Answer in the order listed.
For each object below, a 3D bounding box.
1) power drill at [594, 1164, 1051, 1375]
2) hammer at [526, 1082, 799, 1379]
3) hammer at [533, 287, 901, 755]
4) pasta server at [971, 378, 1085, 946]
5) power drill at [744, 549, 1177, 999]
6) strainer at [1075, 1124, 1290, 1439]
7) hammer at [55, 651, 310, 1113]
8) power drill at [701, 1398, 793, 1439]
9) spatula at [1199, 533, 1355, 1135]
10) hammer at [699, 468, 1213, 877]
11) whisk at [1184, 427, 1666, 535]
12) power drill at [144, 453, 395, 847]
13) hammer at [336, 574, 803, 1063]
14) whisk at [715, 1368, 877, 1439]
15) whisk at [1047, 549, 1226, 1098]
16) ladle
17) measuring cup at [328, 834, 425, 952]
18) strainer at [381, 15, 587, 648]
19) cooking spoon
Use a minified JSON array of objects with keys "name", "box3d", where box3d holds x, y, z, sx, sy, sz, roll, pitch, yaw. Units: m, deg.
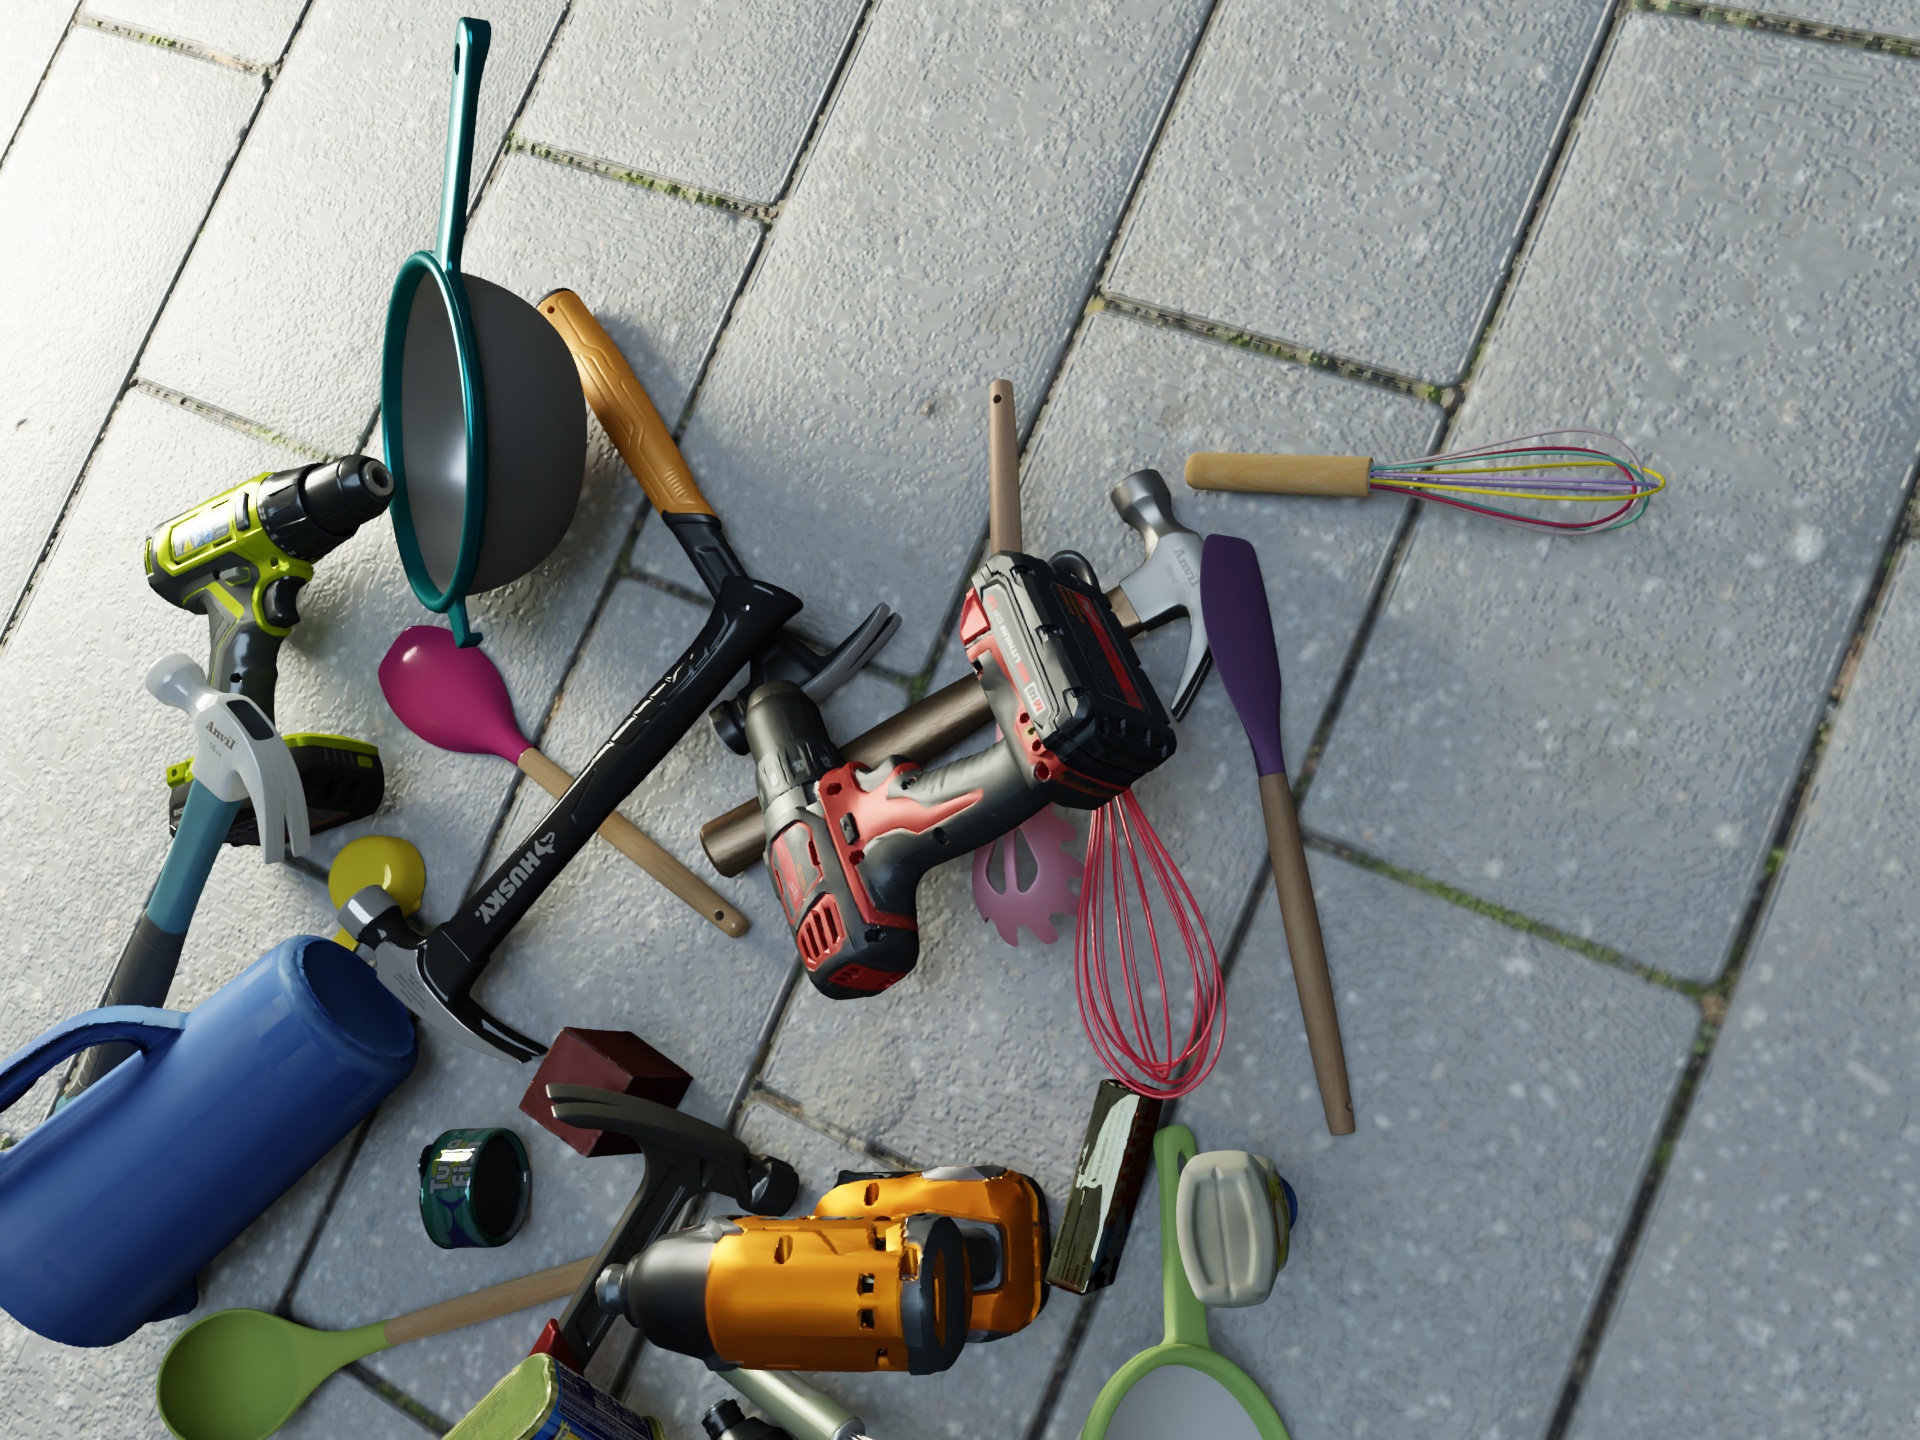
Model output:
[{"name":"power drill","box3d":[-0.054,0.257,0.746,0.164,0.226,0.084,-6,76,16]},{"name":"hammer","box3d":[-0.236,0.364,0.848,0.359,0.149,0.037,-59,29,4]},{"name":"hammer","box3d":[-0.170,-0.145,0.976,0.127,0.034,0.337,-37,70,8]},{"name":"pasta server","box3d":[0.028,-0.038,0.861,0.060,0.040,0.316,-7,72,17]},{"name":"power drill","box3d":[-0.020,0.012,0.812,0.226,0.080,0.188,-40,54,26]},{"name":"strainer","box3d":[0.091,0.327,0.766,0.069,0.151,0.257,-32,45,42]},{"name":"hammer","box3d":[-0.481,0.129,0.956,0.128,0.033,0.331,36,111,15]},{"name":"power drill","box3d":[-0.143,0.477,0.809,0.223,0.080,0.171,-40,66,2]},{"name":"spatula","box3d":[0.165,0.054,0.823,0.018,0.059,0.316,-21,75,45]},{"name":"hammer","box3d":[-0.001,-0.003,0.892,0.331,0.031,0.130,-31,70,9]},{"name":"whisk","box3d":[0.240,-0.128,0.843,0.245,0.051,0.047,6,59,23]},{"name":"power drill","box3d":[-0.427,-0.048,1.000,0.190,0.080,0.229,-17,74,25]},{"name":"hammer","box3d":[-0.208,0.049,0.915,0.146,0.035,0.335,44,99,9]},{"name":"whisk","box3d":[-0.050,0.361,0.787,0.246,0.057,0.059,17,76,41]},{"name":"whisk","box3d":[0.078,0.044,0.809,0.073,0.073,0.296,-15,67,14]},{"name":"ladle","box3d":[-0.306,0.341,0.901,0.320,0.062,0.078,-19,73,10]},{"name":"measuring cup","box3d":[-0.392,0.140,0.984,0.062,0.029,0.156,33,87,21]},{"name":"strainer","box3d":[-0.264,-0.225,0.930,0.211,0.095,0.340,49,132,44]},{"name":"cooking spoon","box3d":[-0.247,0.036,0.968,0.319,0.017,0.069,34,91,21]}]
